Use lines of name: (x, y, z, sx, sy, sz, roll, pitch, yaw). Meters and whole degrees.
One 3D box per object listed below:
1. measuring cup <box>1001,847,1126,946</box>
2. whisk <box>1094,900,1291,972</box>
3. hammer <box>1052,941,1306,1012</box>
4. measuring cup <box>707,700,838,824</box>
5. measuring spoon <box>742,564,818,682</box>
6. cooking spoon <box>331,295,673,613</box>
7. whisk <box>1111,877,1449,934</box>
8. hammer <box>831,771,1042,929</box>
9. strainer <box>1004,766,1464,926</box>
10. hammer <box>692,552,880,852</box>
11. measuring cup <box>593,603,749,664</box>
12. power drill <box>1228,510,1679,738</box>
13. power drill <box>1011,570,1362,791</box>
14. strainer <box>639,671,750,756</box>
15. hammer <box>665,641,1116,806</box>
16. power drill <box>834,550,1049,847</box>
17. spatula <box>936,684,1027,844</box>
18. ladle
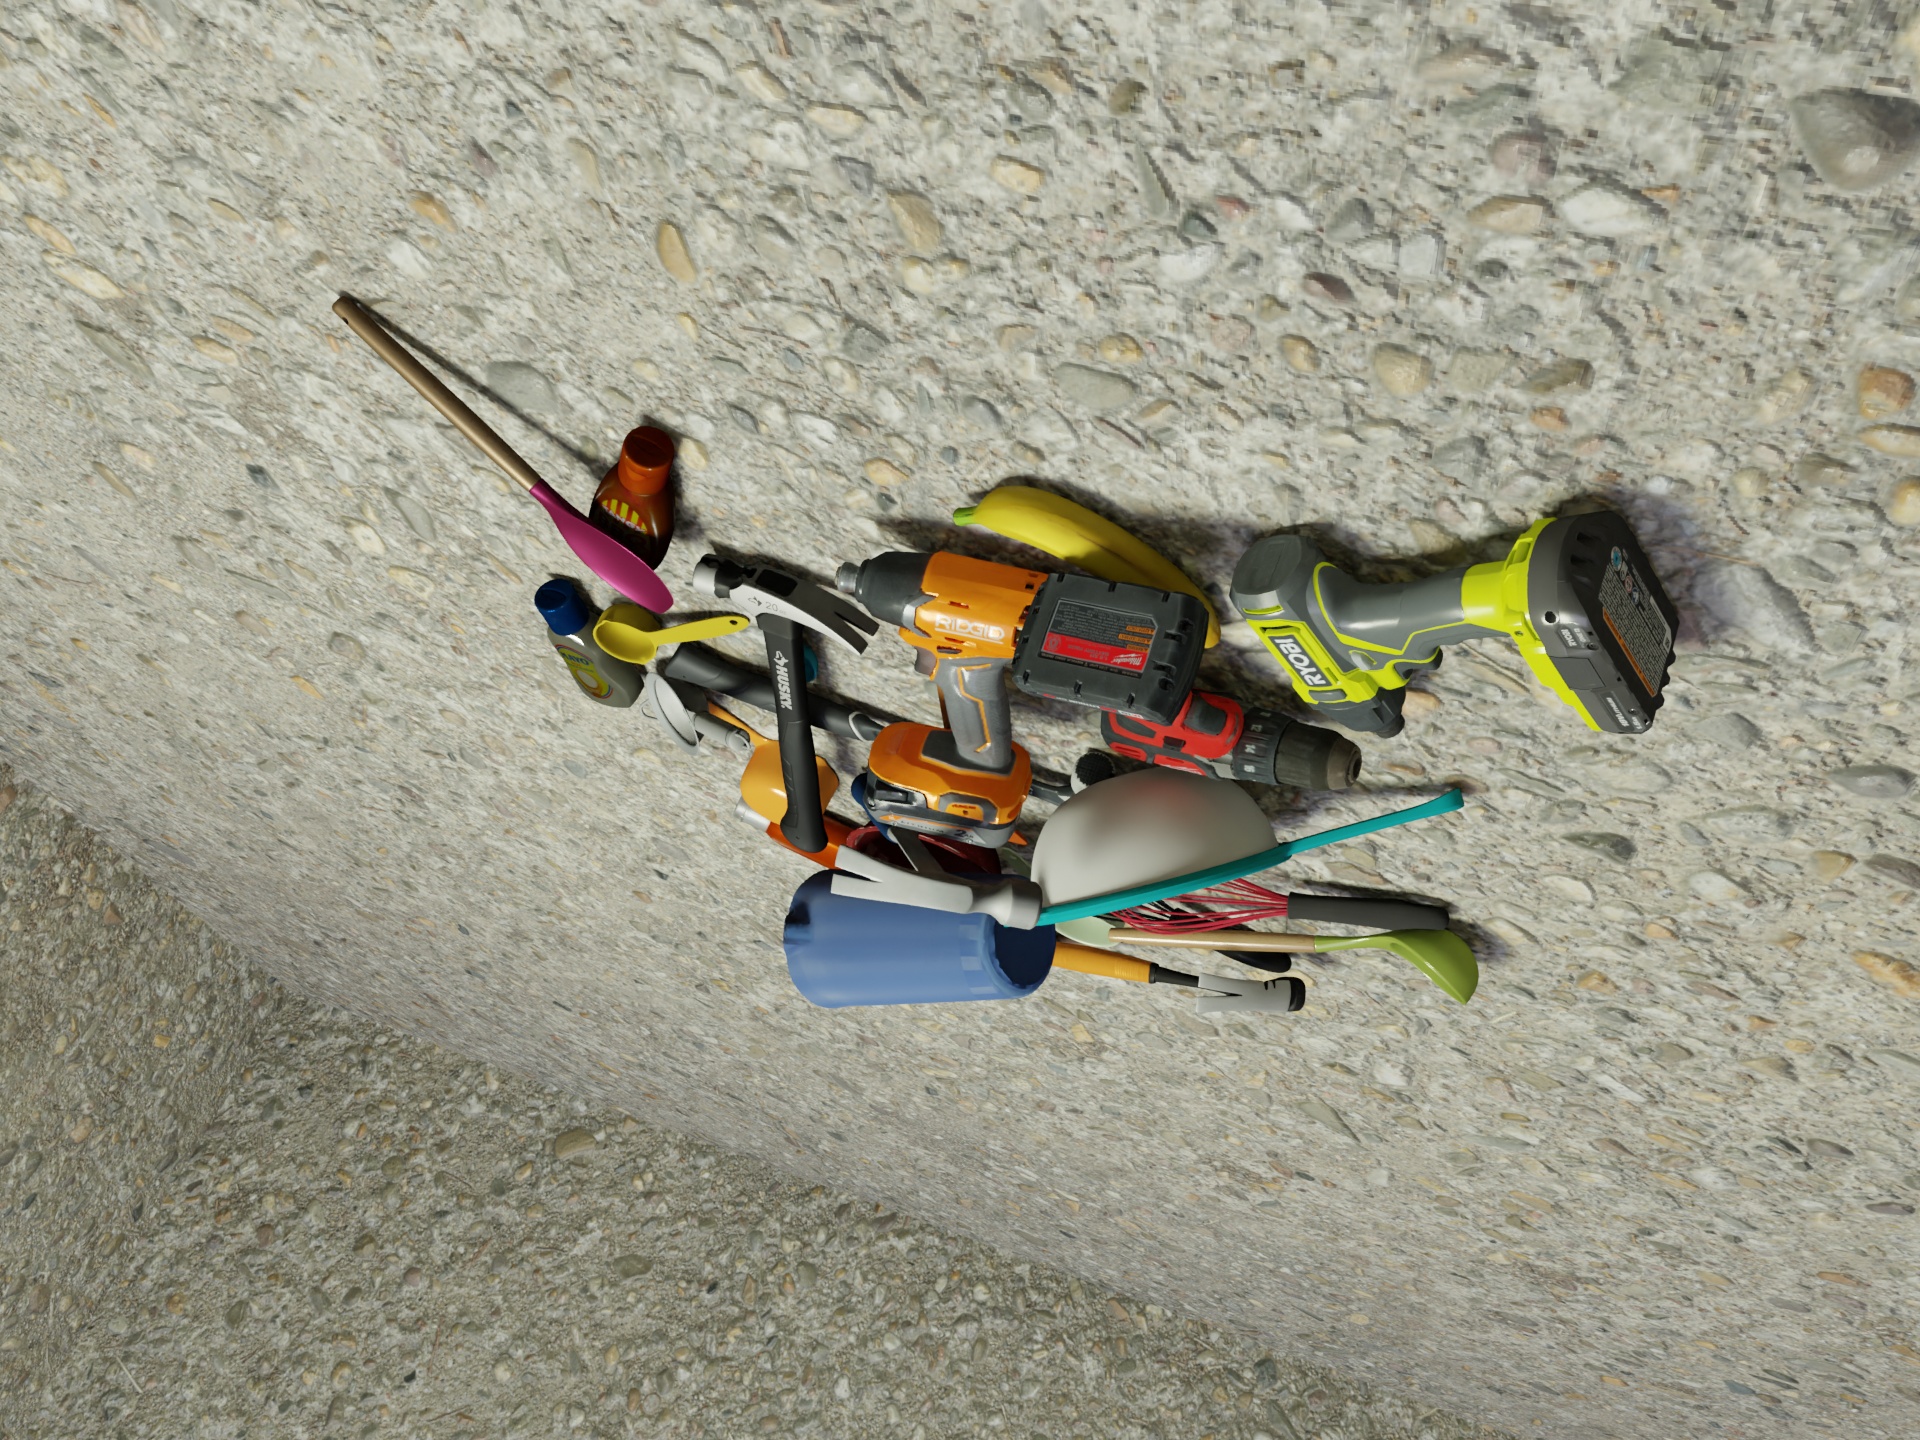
measuring cup: (0.095, 0.155, 1.491, 0.083, 0.038, 0.167, -6, 138, 44)
whisk: (0.195, 0.181, 1.453, 0.239, 0.055, 0.055, 23, 153, -8)
hammer: (0.161, 0.238, 1.519, 0.127, 0.034, 0.337, 8, 176, -36)
measuring cup: (-0.196, 0.042, 1.498, 0.173, 0.052, 0.095, 37, 150, -26)
measuring spoon: (-0.146, -0.082, 1.289, 0.042, 0.021, 0.128, 7, 139, 28)
cooking spoon: (-0.333, -0.192, 1.172, 0.318, 0.017, 0.069, 44, 150, -14)
whisk: (0.259, 0.154, 1.341, 0.296, 0.073, 0.073, 2, 146, 25)
hammer: (-0.050, 0.091, 1.276, 0.144, 0.035, 0.406, 11, -174, -12)
strainer: (0.196, 0.069, 1.195, 0.340, 0.095, 0.211, -18, 175, 22)
hammer: (-0.135, 0.004, 1.332, 0.146, 0.035, 0.334, 18, 142, 15)
measuring cup: (-0.243, -0.083, 1.357, 0.156, 0.029, 0.062, -7, 141, 26)
power drill: (0.292, -0.047, 0.943, 0.223, 0.080, 0.171, -2, 143, 46)
power drill: (0.154, -0.012, 1.054, 0.188, 0.080, 0.226, 14, 169, 31)
strainer: (-0.224, 0.000, 1.385, 0.259, 0.050, 0.086, 19, 135, 63)
hammer: (-0.067, 0.013, 1.369, 0.409, 0.036, 0.149, 19, 153, 10)
power drill: (-0.015, -0.023, 1.151, 0.164, 0.084, 0.226, 13, 131, 6)
spatula: (-0.002, -0.004, 1.247, 0.081, 0.041, 0.322, 13, 137, 21)
ladle: (0.278, 0.202, 1.364, 0.320, 0.062, 0.078, -1, 156, 25)
